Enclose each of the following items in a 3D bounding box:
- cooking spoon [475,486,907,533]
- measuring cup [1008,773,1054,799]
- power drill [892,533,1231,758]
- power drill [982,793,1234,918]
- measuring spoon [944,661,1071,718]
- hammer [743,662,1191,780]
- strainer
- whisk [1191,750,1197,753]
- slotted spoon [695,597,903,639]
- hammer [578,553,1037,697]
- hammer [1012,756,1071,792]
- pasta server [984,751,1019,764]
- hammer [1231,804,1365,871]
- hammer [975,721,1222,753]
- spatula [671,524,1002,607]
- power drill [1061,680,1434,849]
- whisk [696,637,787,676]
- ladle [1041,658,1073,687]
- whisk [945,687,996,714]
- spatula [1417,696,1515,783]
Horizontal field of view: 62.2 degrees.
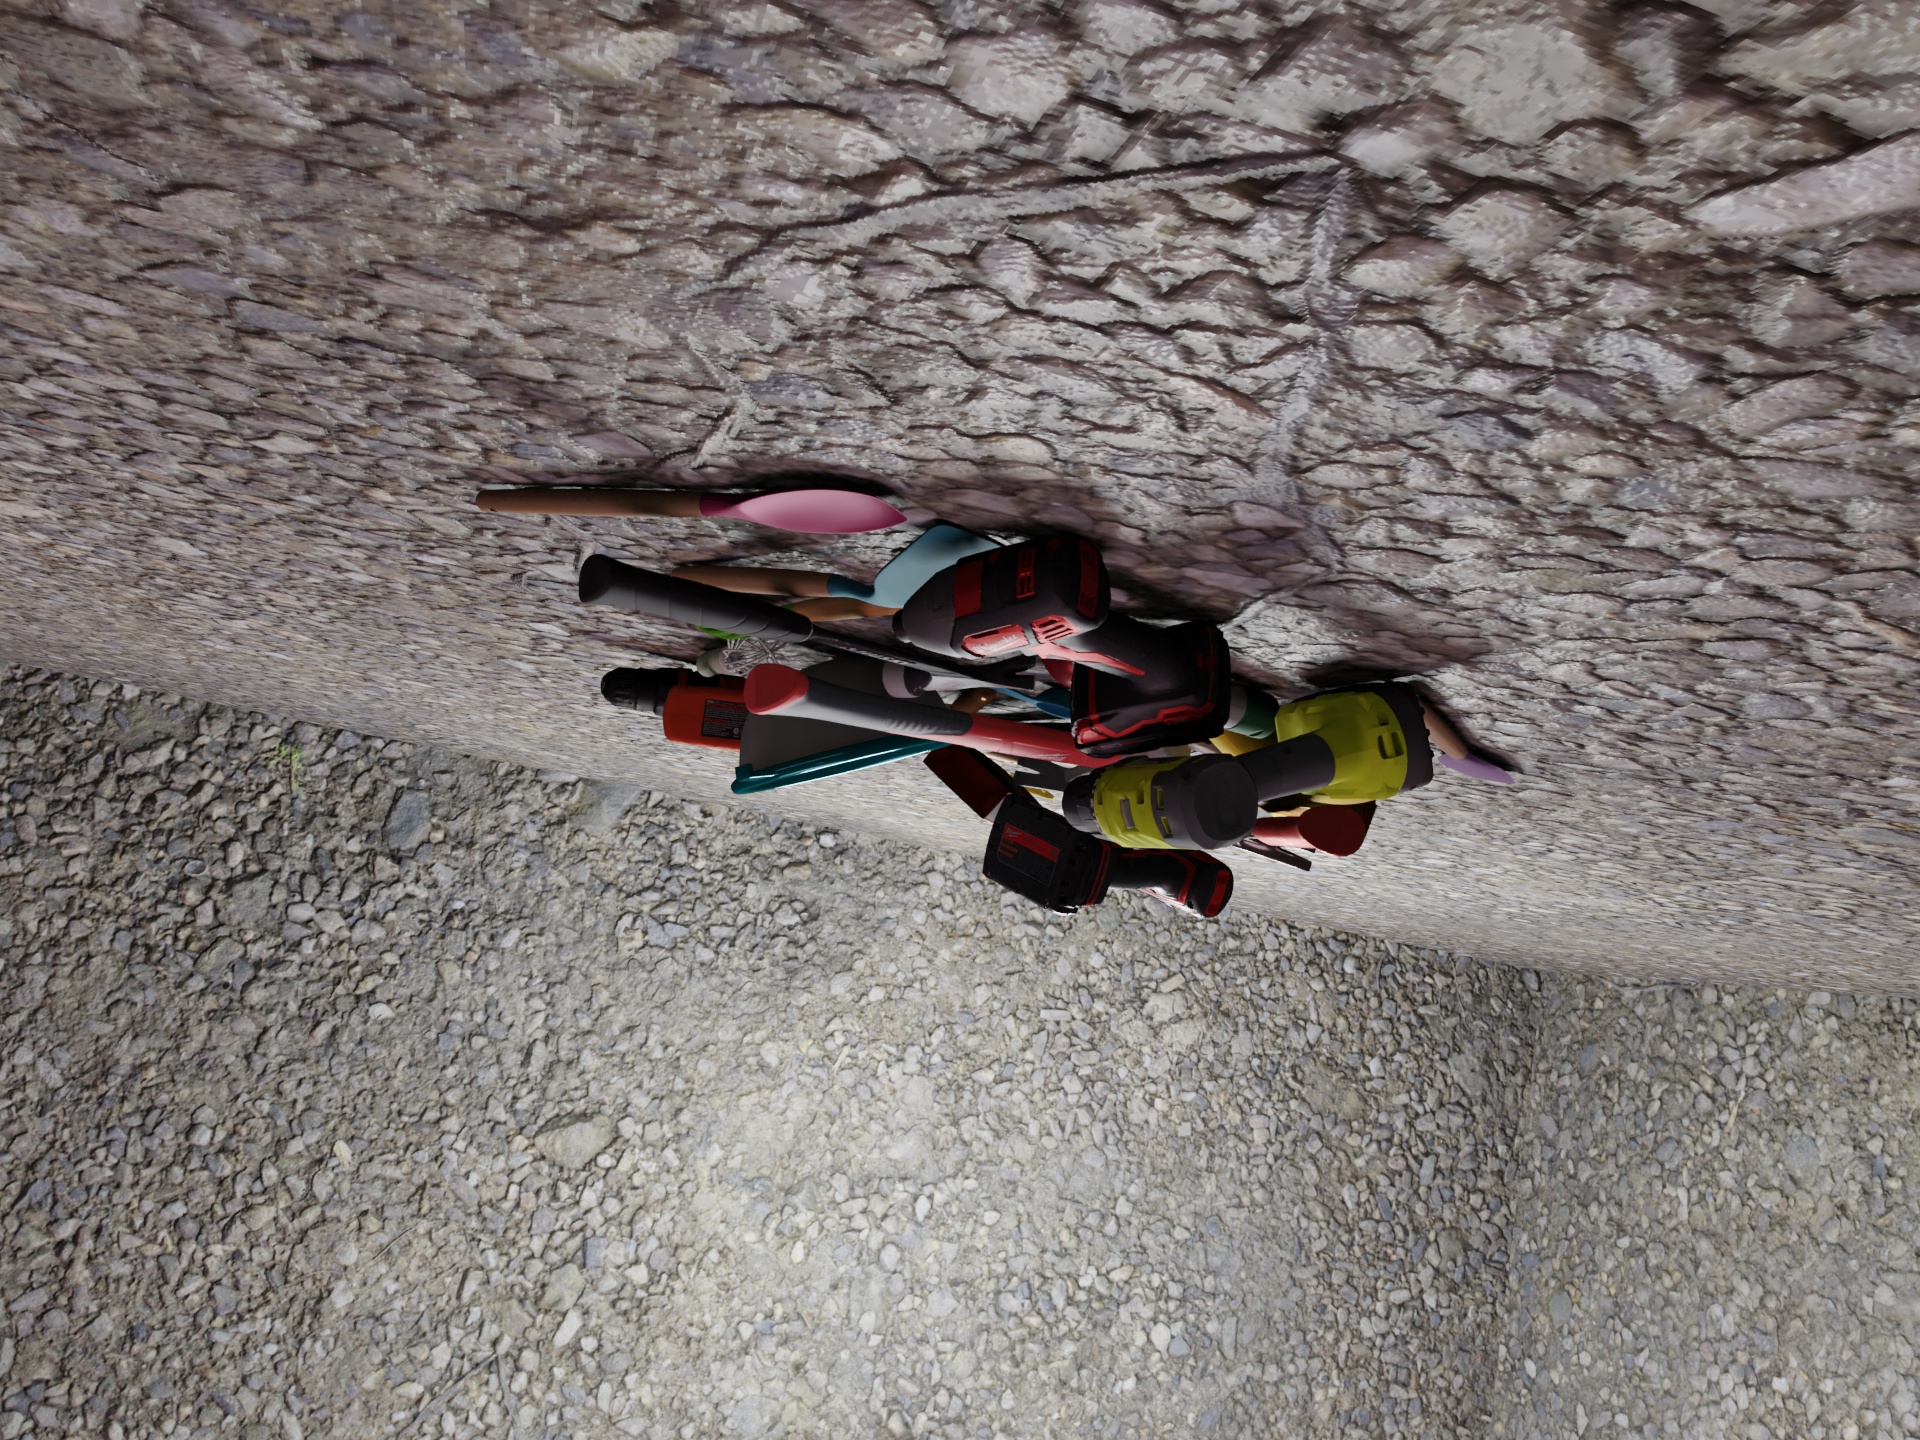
[{"bbox_3d":[-0.176,-0.133,0.972,0.319,0.017,0.068,5,169,28],"label":"cooking spoon"},{"bbox_3d":[0.040,0.043,1.669,0.156,0.029,0.062,25,-160,-22],"label":"measuring cup"},{"bbox_3d":[0.067,-0.046,1.010,0.143,0.079,0.219,-12,156,36],"label":"power drill"},{"bbox_3d":[0.125,0.125,1.496,0.226,0.080,0.188,11,-171,-43],"label":"power drill"},{"bbox_3d":[0.047,-0.033,1.366,0.128,0.021,0.042,22,168,-12],"label":"measuring spoon"},{"bbox_3d":[-0.004,0.012,1.249,0.386,0.038,0.143,11,156,-36],"label":"hammer"},{"bbox_3d":[-0.112,0.000,1.444,0.211,0.095,0.340,-14,178,-7],"label":"strainer"},{"bbox_3d":[0.194,0.050,1.619,0.055,0.055,0.239,15,174,-27],"label":"whisk"},{"bbox_3d":[-0.104,-0.083,1.179,0.070,0.031,0.314,14,169,-43],"label":"slotted spoon"},{"bbox_3d":[-0.101,-0.059,1.099,0.149,0.036,0.408,0,173,35],"label":"hammer"},{"bbox_3d":[0.135,0.075,1.648,0.144,0.035,0.405,17,177,6],"label":"hammer"},{"bbox_3d":[-0.042,0.017,1.682,0.060,0.040,0.316,-5,164,44],"label":"pasta server"},{"bbox_3d":[0.273,0.095,1.323,0.149,0.037,0.359,17,175,-3],"label":"hammer"},{"bbox_3d":[0.118,0.015,1.501,0.146,0.035,0.335,17,169,-33],"label":"hammer"},{"bbox_3d":[-0.097,-0.102,1.069,0.318,0.044,0.082,8,173,45],"label":"spatula"},{"bbox_3d":[0.197,0.038,1.124,0.228,0.080,0.190,-15,-177,-25],"label":"power drill"},{"bbox_3d":[-0.199,-0.054,1.402,0.059,0.058,0.246,55,163,-11],"label":"whisk"},{"bbox_3d":[0.173,-0.014,1.297,0.069,0.031,0.315,-1,167,42],"label":"ladle"},{"bbox_3d":[-0.001,-0.003,1.506,0.051,0.047,0.245,13,167,-10],"label":"whisk"},{"bbox_3d":[0.392,0.019,1.275,0.060,0.018,0.315,12,174,30],"label":"spatula"}]
